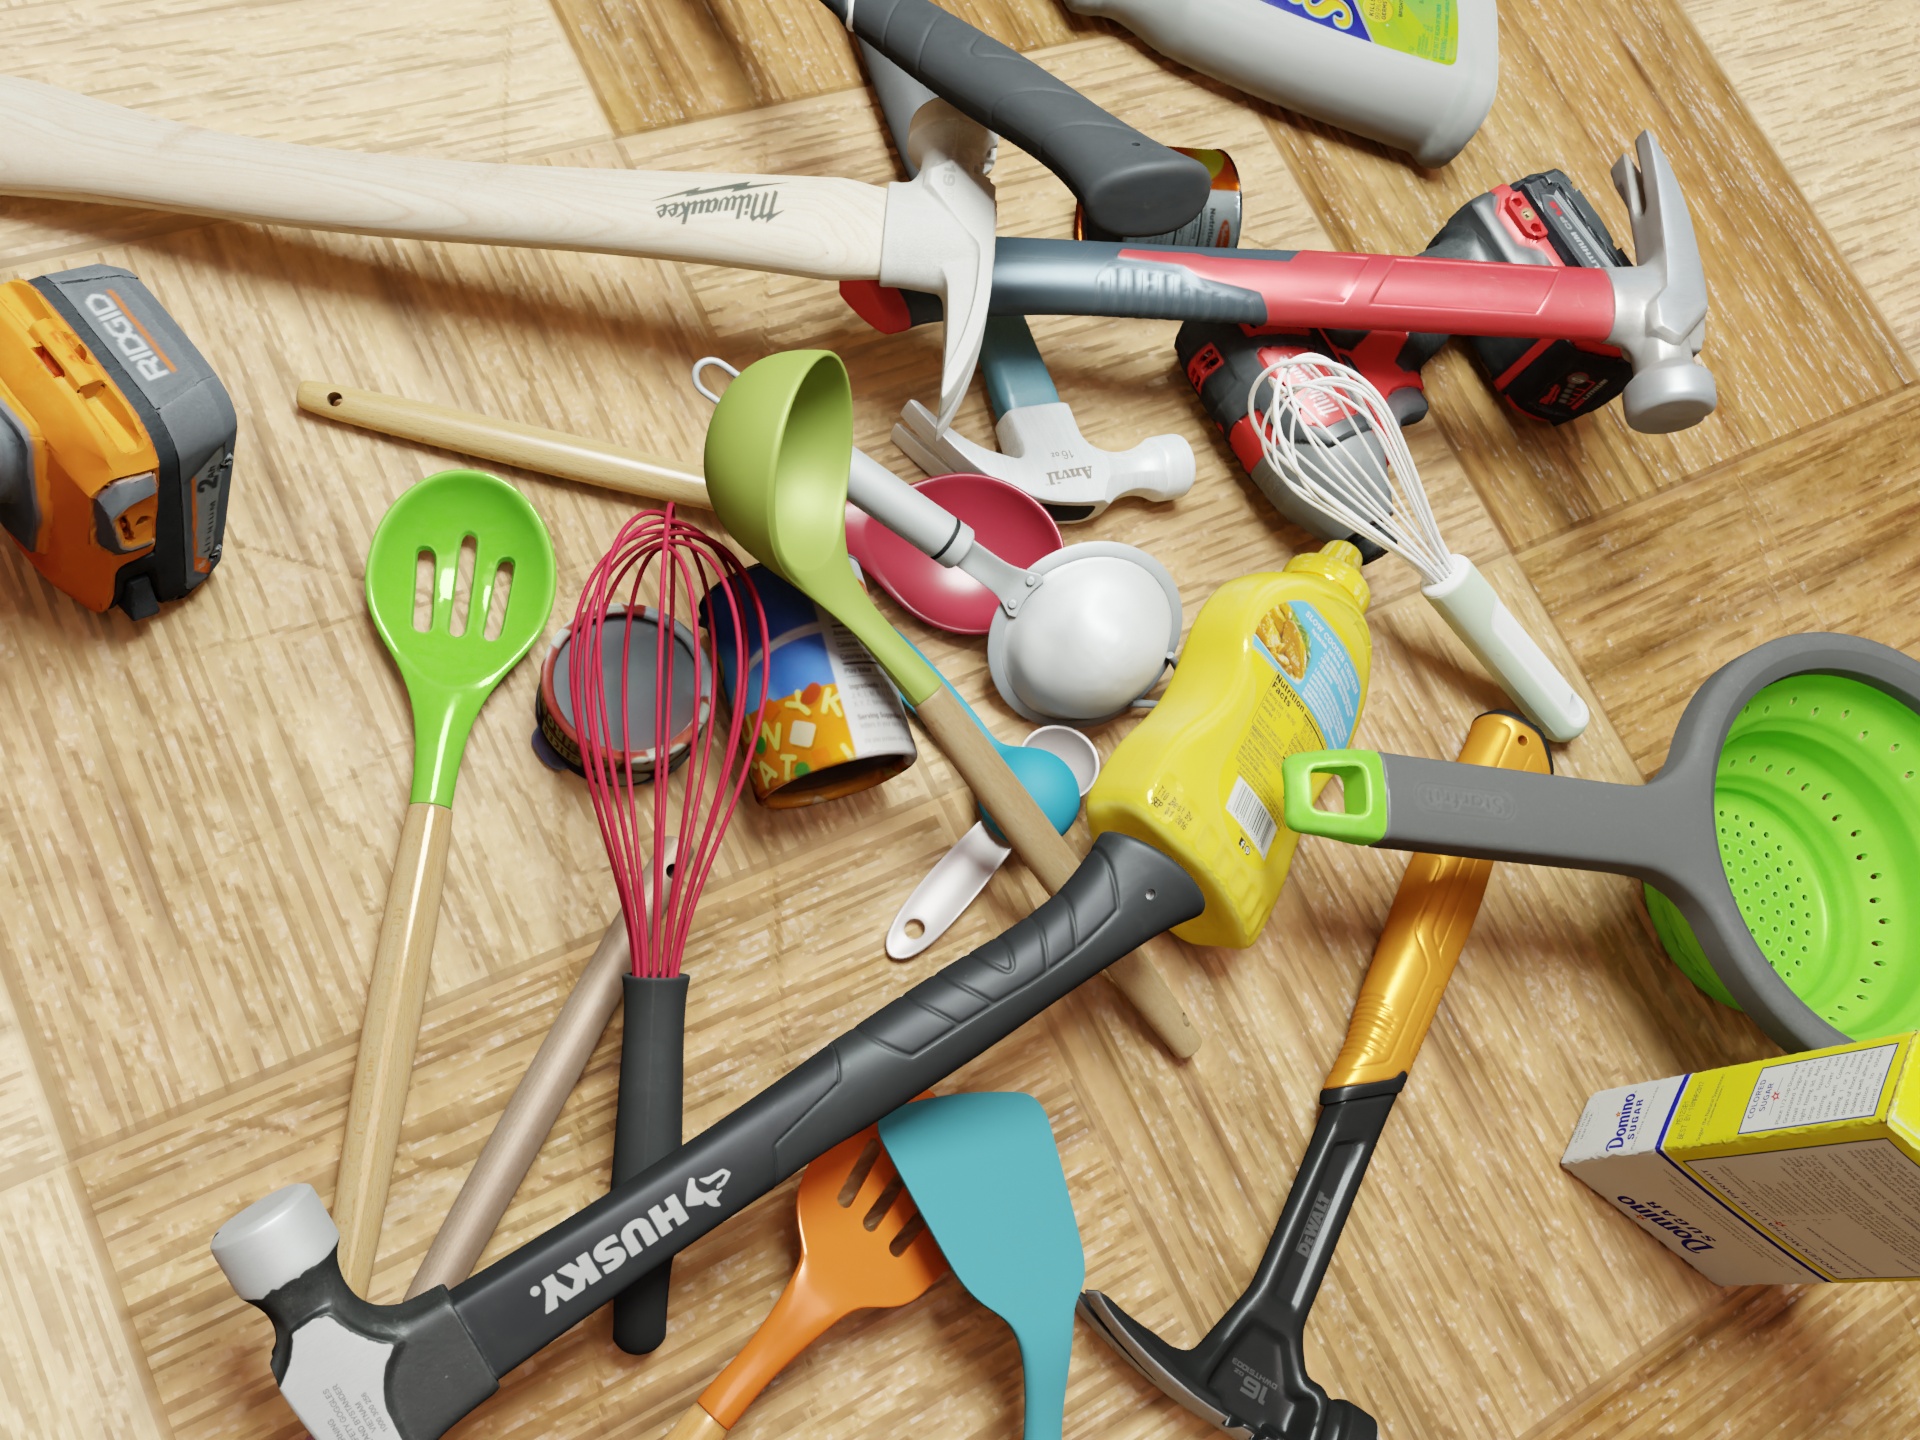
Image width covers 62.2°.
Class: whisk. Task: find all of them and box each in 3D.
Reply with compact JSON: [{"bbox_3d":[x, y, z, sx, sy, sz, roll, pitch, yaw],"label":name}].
[{"bbox_3d":[-0.105,0.070,0.557,0.073,0.073,0.296,3,86,-17],"label":"whisk"},{"bbox_3d":[0.209,-0.069,0.699,0.246,0.059,0.058,42,54,-26],"label":"whisk"}]

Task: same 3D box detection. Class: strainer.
[{"bbox_3d":[0.002,-0.064,0.631,0.258,0.050,0.087,33,104,-22],"label":"strainer"}]

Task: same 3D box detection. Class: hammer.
[{"bbox_3d":[0.169,0.128,0.660,0.127,0.034,0.337,34,64,-5],"label":"hammer"},{"bbox_3d":[-0.003,-0.242,0.741,0.128,0.033,0.331,-13,75,-22],"label":"hammer"},{"bbox_3d":[-0.052,0.138,0.529,0.335,0.035,0.146,-30,97,-21],"label":"hammer"},{"bbox_3d":[-0.191,-0.194,0.617,0.410,0.038,0.146,5,66,-3],"label":"hammer"},{"bbox_3d":[0.140,-0.204,0.701,0.386,0.038,0.143,1,72,-8],"label":"hammer"},{"bbox_3d":[-0.048,-0.306,0.662,0.149,0.036,0.409,-28,55,-28],"label":"hammer"}]

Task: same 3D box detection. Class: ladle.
[{"bbox_3d":[0.012,0.006,0.592,0.320,0.062,0.078,54,33,-17],"label":"ladle"},{"bbox_3d":[-0.110,-0.096,0.657,0.315,0.031,0.069,12,85,-11],"label":"ladle"}]

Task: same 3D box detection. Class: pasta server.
[{"bbox_3d":[-0.164,0.174,0.536,0.060,0.040,0.316,41,59,-29],"label":"pasta server"}]

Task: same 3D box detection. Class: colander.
[{"bbox_3d":[0.302,0.061,0.690,0.397,0.094,0.205,7,69,-16],"label":"colander"}]

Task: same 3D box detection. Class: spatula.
[{"bbox_3d":[0.024,0.292,0.552,0.082,0.044,0.318,5,76,-42],"label":"spatula"},{"bbox_3d":[-0.101,0.254,0.536,0.081,0.041,0.323,44,68,-1],"label":"spatula"}]

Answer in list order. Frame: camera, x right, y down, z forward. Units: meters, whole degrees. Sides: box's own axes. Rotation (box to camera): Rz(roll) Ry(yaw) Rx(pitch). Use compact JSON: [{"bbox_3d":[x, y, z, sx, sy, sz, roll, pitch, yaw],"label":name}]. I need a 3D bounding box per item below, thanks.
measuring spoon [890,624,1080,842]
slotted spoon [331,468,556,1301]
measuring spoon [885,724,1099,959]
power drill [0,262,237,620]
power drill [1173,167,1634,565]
[{"bbox_3d":[-0.001,-0.002,0.649,0.042,0.021,0.129,-40,77,-18],"label":"measuring spoon"},{"bbox_3d":[-0.198,0.056,0.574,0.070,0.031,0.314,8,70,-14],"label":"slotted spoon"},{"bbox_3d":[0.011,0.052,0.651,0.034,0.018,0.124,39,71,11],"label":"measuring spoon"},{"bbox_3d":[-0.356,-0.045,0.503,0.084,0.164,0.226,50,52,4],"label":"power drill"},{"bbox_3d":[0.223,-0.168,0.764,0.219,0.078,0.143,-26,79,-21],"label":"power drill"}]
